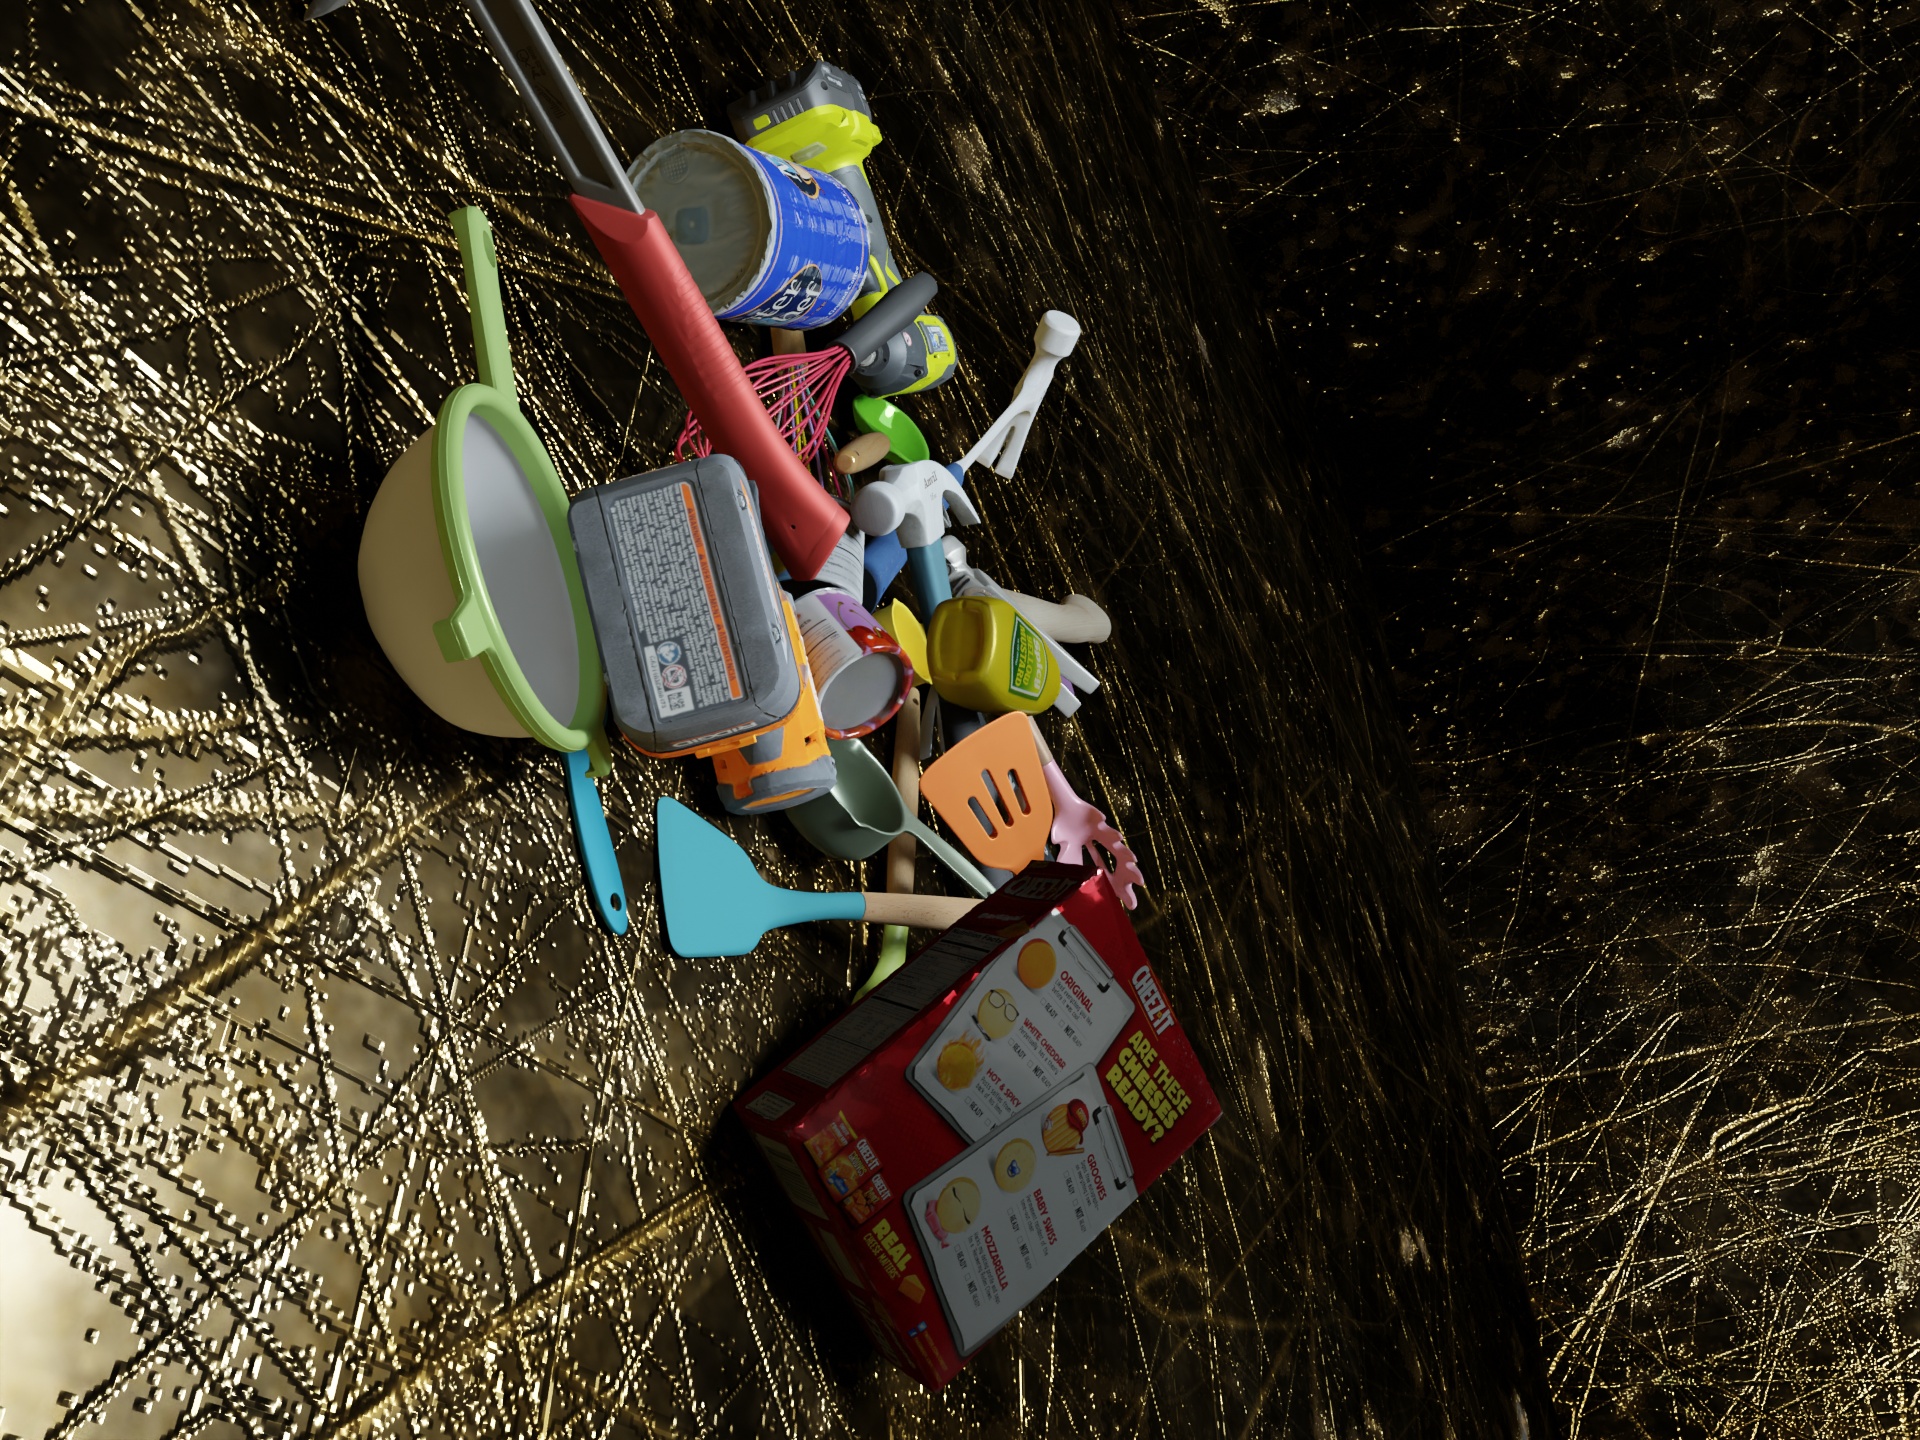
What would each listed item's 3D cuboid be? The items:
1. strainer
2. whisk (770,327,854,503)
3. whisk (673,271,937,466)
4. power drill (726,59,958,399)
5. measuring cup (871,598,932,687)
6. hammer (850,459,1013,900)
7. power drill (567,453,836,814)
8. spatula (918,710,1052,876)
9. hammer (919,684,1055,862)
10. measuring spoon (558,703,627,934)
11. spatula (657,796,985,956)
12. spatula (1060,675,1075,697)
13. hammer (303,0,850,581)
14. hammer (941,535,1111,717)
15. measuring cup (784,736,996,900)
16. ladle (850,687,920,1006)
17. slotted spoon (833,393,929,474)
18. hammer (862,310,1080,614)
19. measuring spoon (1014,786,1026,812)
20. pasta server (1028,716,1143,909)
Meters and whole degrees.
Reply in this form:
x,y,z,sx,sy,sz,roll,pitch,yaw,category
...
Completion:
x,y,z,sx,sy,sz,roll,pitch,yaw,category
-0.211,-0.101,0.658,0.151,0.069,0.257,66,9,-69,strainer
-0.106,-0.213,1.030,0.047,0.051,0.245,29,43,-51,whisk
-0.083,-0.215,0.978,0.073,0.073,0.296,61,39,-22,whisk
-0.078,-0.340,1.130,0.171,0.080,0.223,-46,115,-72,power drill
-0.033,-0.055,1.101,0.062,0.029,0.156,66,14,-4,measuring cup
-0.002,-0.003,1.008,0.128,0.033,0.330,-51,133,-61,hammer
-0.116,-0.047,0.759,0.226,0.084,0.164,78,-3,-80,power drill
0.046,0.131,1.028,0.041,0.081,0.322,39,-25,40,spatula
0.076,0.133,1.177,0.408,0.036,0.149,63,26,-18,hammer
-0.164,0.033,0.725,0.042,0.021,0.129,6,66,-65,measuring spoon
-0.028,0.101,0.869,0.317,0.044,0.082,9,58,-35,spatula
0.064,-0.035,1.234,0.060,0.018,0.316,63,10,2,spatula
-0.162,-0.219,0.792,0.037,0.149,0.358,-76,145,-51,hammer
0.078,-0.071,1.248,0.146,0.038,0.410,44,12,9,hammer
-0.039,0.071,0.913,0.167,0.038,0.083,42,21,-26,measuring cup
-0.027,0.088,0.955,0.078,0.062,0.320,38,34,-31,ladle
-0.058,-0.180,1.035,0.070,0.031,0.314,43,12,-7,slotted spoon
-0.004,-0.179,1.180,0.035,0.144,0.406,29,37,3,hammer
0.043,0.055,1.067,0.124,0.018,0.034,35,61,-88,measuring spoon
0.053,0.011,1.219,0.316,0.060,0.040,62,8,-13,pasta server
